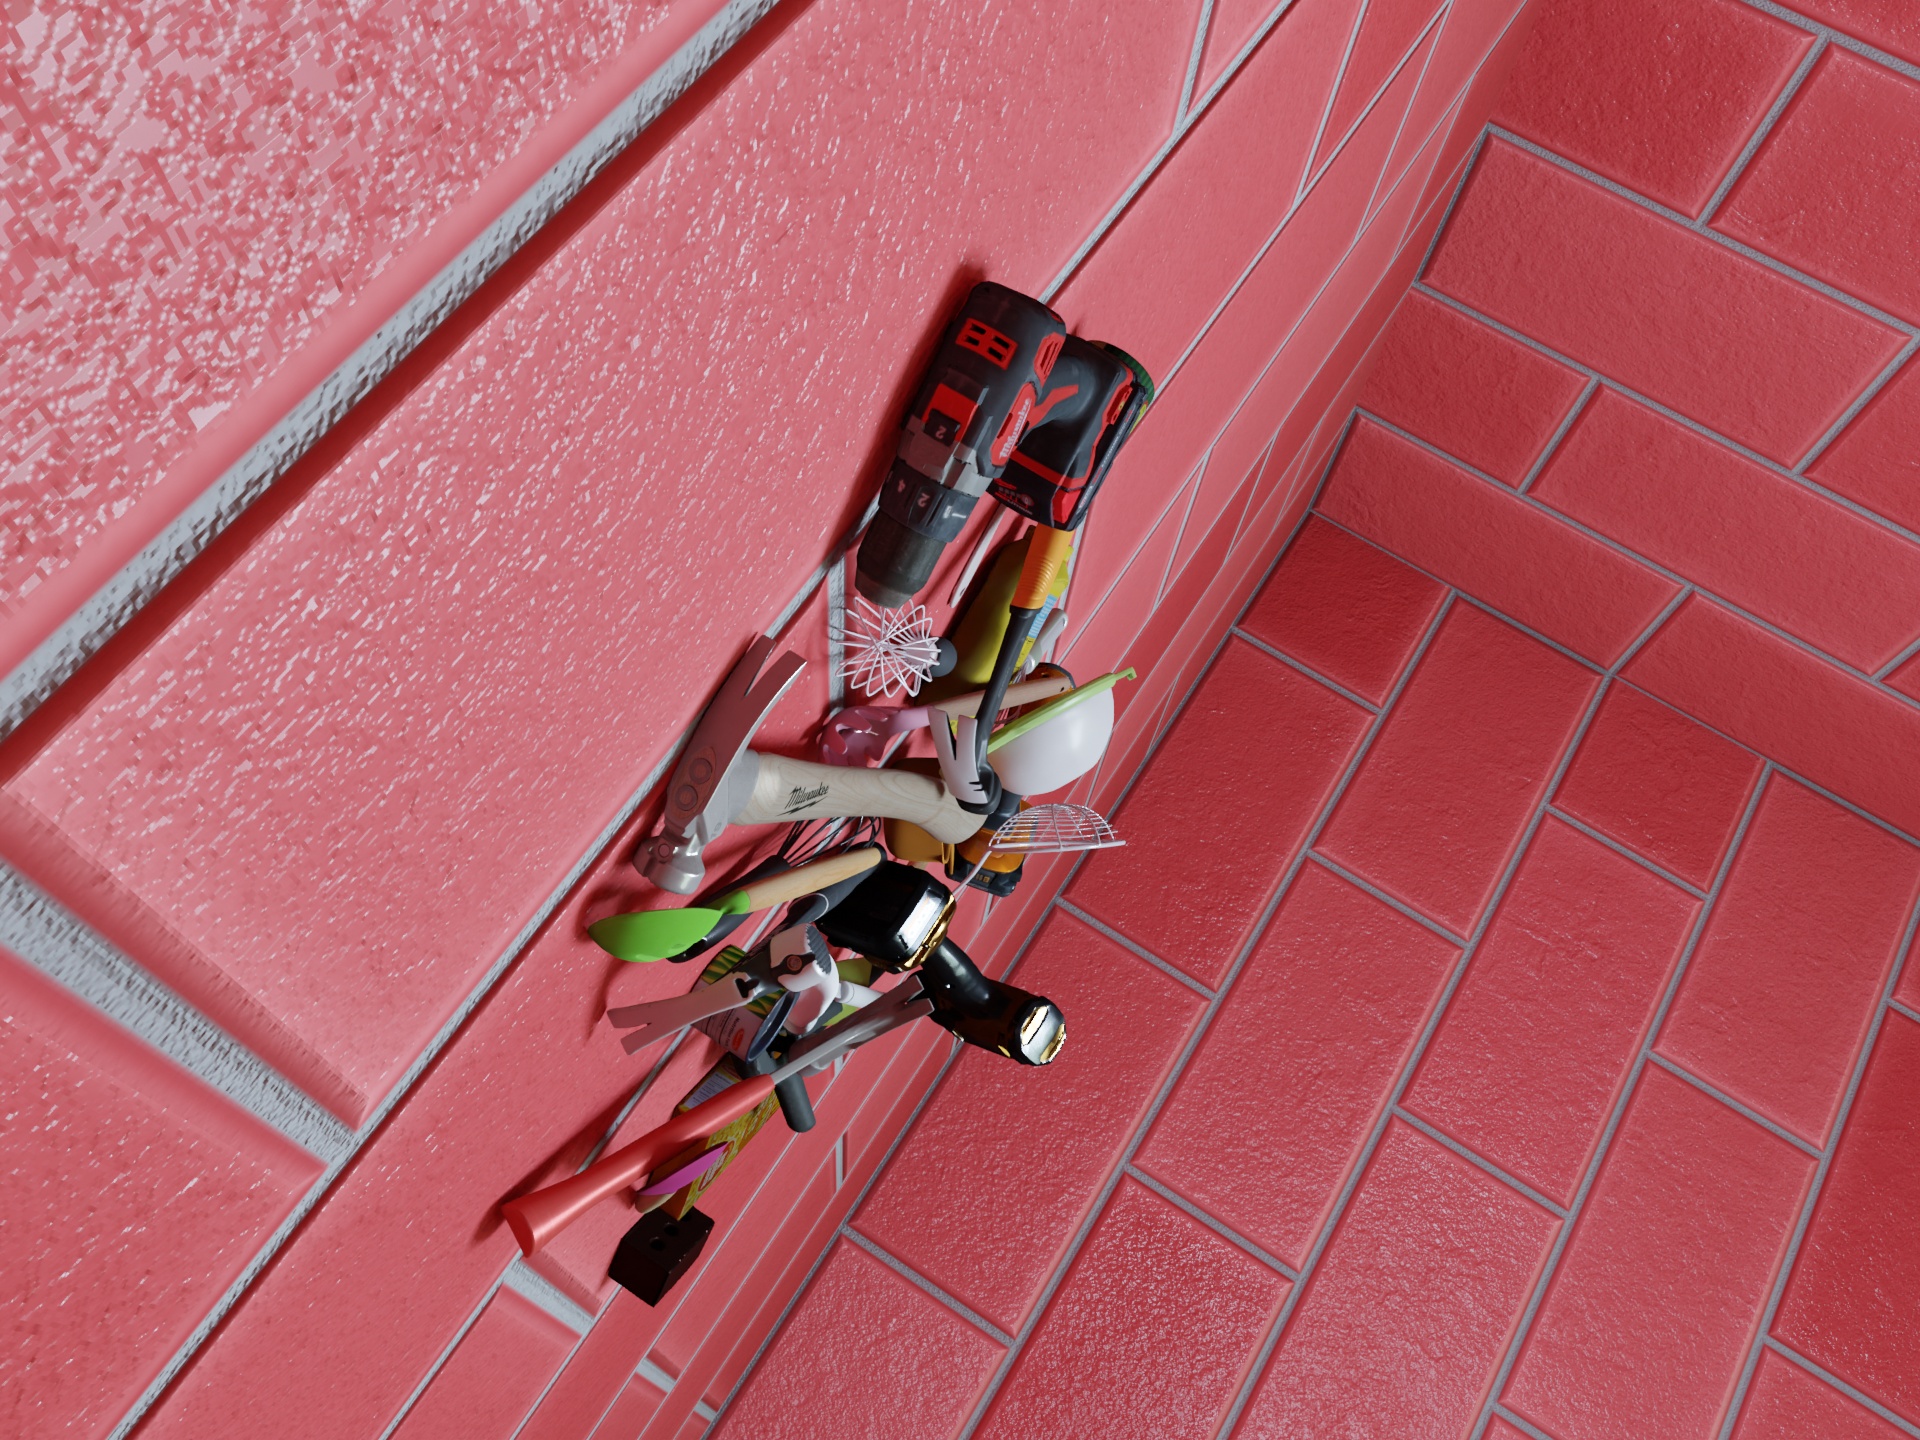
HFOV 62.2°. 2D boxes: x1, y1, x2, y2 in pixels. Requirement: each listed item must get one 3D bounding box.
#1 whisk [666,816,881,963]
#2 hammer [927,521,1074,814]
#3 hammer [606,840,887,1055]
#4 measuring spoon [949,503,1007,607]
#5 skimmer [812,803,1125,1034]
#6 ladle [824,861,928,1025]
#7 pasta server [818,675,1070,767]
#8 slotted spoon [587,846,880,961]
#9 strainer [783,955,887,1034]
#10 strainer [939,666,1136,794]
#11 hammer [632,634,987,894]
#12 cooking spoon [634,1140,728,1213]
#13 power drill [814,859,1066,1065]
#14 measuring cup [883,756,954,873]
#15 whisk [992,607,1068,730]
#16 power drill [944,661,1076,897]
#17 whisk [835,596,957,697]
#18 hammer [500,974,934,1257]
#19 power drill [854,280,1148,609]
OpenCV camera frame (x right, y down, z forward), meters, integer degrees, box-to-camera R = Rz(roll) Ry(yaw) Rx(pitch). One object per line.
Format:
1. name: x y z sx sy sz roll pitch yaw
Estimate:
1. whisk: -0.125 0.105 1.083 0.239 0.055 0.055 -36 155 -53
2. hammer: 0.053 -0.105 1.137 0.127 0.034 0.337 73 34 -60
3. hammer: -0.118 0.142 1.128 0.149 0.036 0.409 -25 -178 11
4. measuring spoon: 0.027 -0.135 1.178 0.124 0.018 0.034 -61 169 13
5. skimmer: -0.004 0.204 1.517 0.363 0.090 0.127 -44 170 9
6. ladle: -0.069 0.161 1.522 0.320 0.062 0.078 -59 173 -39
7. pasta server: -0.002 -0.004 1.171 0.316 0.040 0.060 -14 135 -53
8. slotted spoon: -0.121 0.107 0.984 0.070 0.031 0.313 -17 177 23
9. strainer: -0.102 0.228 1.353 0.258 0.050 0.087 39 48 -66
10. strainer: 0.057 0.033 1.320 0.151 0.069 0.256 -29 179 29
11. hammer: -0.060 0.039 1.032 0.146 0.038 0.410 -61 159 7
12. cooking spoon: -0.221 0.351 1.195 0.069 0.017 0.318 -27 169 -25
13. power drill: -0.030 0.211 1.392 0.226 0.185 0.084 48 66 -33
14. measuring cup: -0.033 0.093 1.348 0.173 0.052 0.095 85 9 -62
15. whisk: 0.055 -0.050 1.465 0.246 0.059 0.057 -51 146 -56
16. power drill: 0.051 0.071 1.607 0.164 0.084 0.226 -70 180 -51
17. whisk: -0.033 -0.048 1.071 0.070 0.070 0.284 -60 174 4
18. hammer: -0.169 0.276 1.124 0.149 0.037 0.359 -34 172 35
19. power drill: 0.021 -0.157 0.952 0.188 0.080 0.226 -62 166 16
